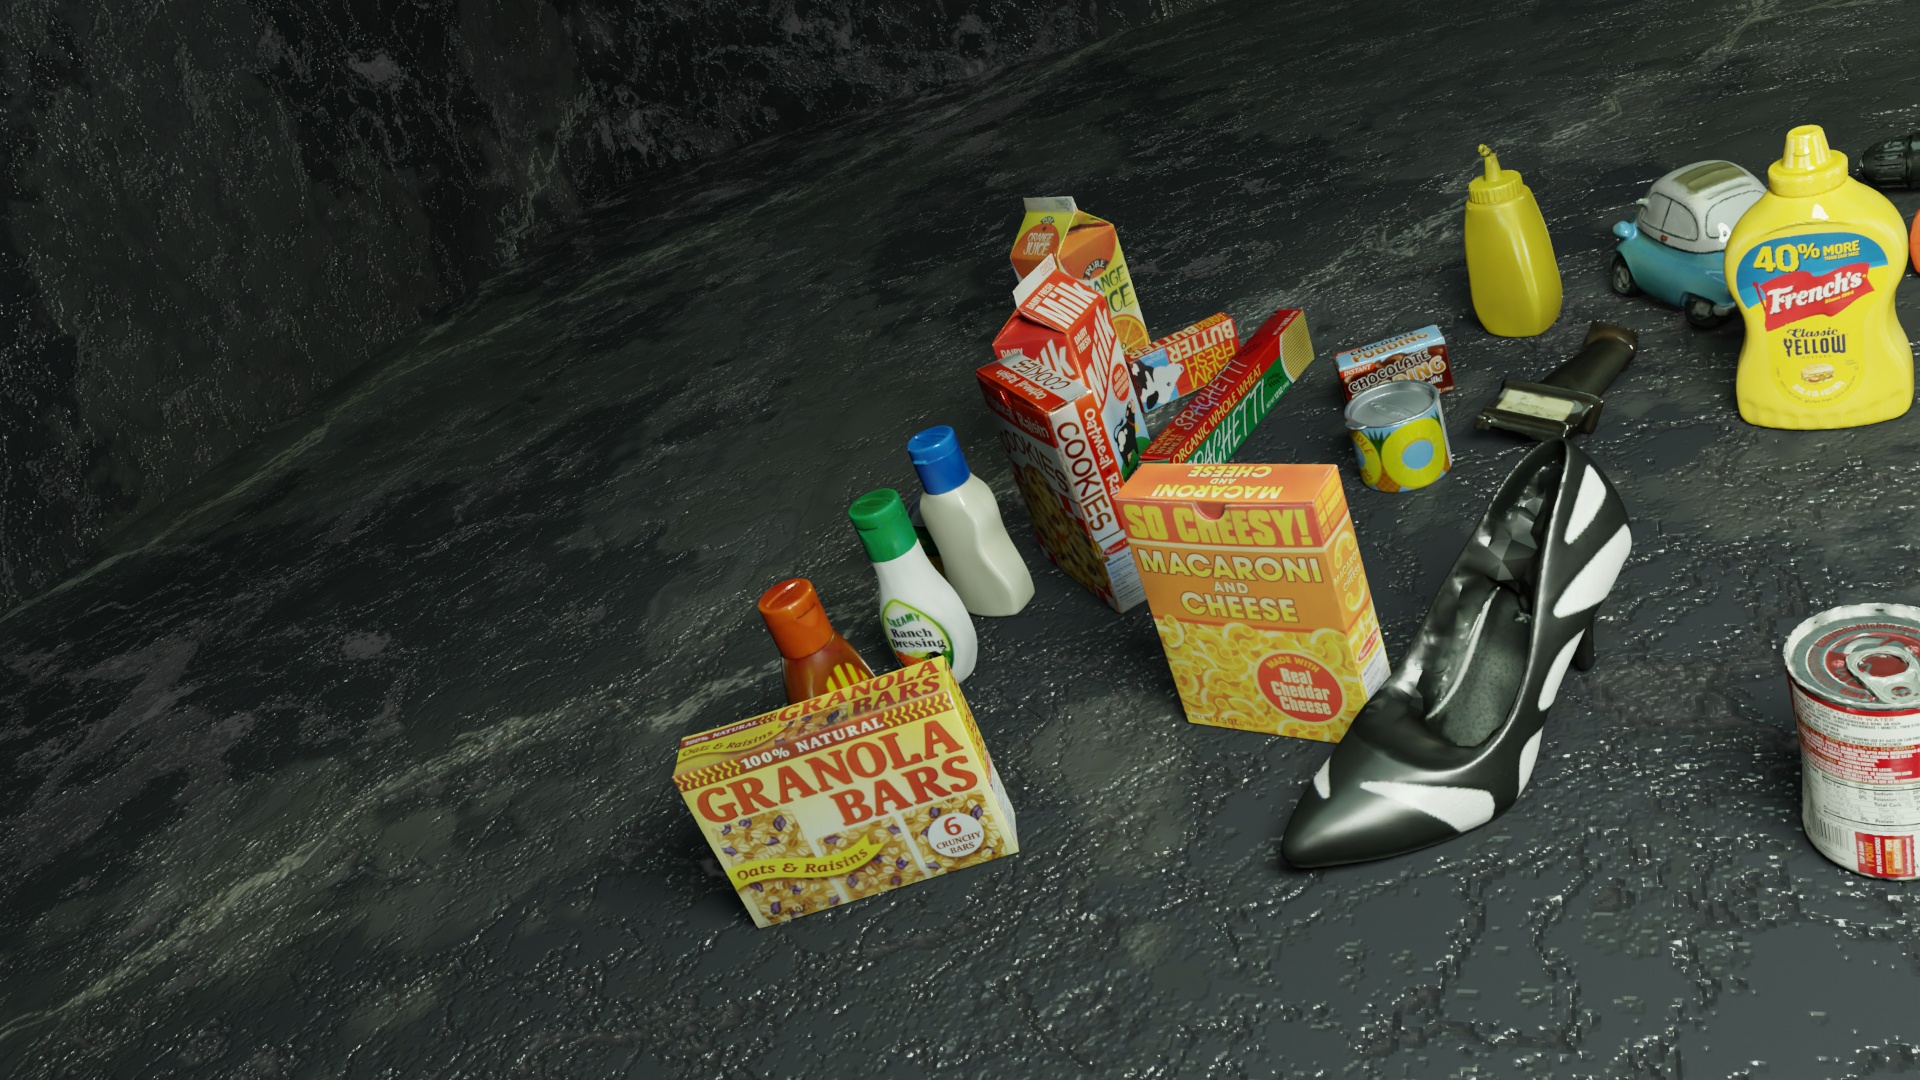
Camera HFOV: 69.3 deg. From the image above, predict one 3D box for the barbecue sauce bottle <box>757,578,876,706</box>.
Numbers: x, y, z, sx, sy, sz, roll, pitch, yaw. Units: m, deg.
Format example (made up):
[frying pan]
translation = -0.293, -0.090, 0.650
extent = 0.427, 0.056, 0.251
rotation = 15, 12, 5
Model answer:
[barbecue sauce bottle]
translation = -0.084, 0.094, 0.891
extent = 0.043, 0.148, 0.065
rotation = 9, 40, 46

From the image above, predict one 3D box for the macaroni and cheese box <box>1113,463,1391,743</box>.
[macaroni and cheese box]
translation = 0.169, 0.037, 0.788
extent = 0.123, 0.165, 0.040
rotation = 2, 36, 40

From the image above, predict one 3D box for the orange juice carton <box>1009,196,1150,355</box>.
[orange juice carton]
translation = 0.110, -0.228, 1.284
extent = 0.073, 0.192, 0.072
rotation = -35, 29, -24

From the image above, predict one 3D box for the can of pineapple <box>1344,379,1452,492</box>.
[can of pineapple]
translation = 0.314, -0.075, 1.001
extent = 0.071, 0.057, 0.071
rotation = -17, 27, 9

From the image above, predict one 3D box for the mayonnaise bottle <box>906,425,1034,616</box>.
[mayonnaise bottle]
translation = 0.004, -0.013, 1.020
extent = 0.064, 0.147, 0.041
rotation = 3, 36, 40

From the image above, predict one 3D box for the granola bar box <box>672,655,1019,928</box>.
[granola bar box]
translation = -0.064, 0.147, 0.806
extent = 0.165, 0.123, 0.039
rotation = -18, 27, 8

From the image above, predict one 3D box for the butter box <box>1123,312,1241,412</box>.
[butter box]
translation = 0.201, -0.160, 1.245
extent = 0.103, 0.053, 0.024
rotation = -25, 27, -5

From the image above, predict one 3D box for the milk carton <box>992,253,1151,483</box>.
[milk carton]
translation = 0.088, -0.131, 1.127
extent = 0.073, 0.189, 0.073
rotation = -2, 33, 35

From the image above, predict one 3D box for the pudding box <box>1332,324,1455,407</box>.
[pudding box]
translation = 0.342, -0.133, 1.096
extent = 0.083, 0.049, 0.030
rotation = -16, 27, 12

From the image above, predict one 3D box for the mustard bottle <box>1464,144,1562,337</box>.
[mustard bottle]
translation = 0.433, -0.240, 1.102
extent = 0.049, 0.159, 0.065
rotation = -37, 30, -27

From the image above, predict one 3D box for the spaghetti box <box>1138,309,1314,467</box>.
[spaghetti box]
translation = 0.224, -0.111, 1.144
extent = 0.028, 0.050, 0.251
rotation = 4, 37, 41

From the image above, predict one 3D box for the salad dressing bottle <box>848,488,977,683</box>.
[salad dressing bottle]
translation = -0.034, 0.034, 0.963
extent = 0.064, 0.147, 0.044
rotation = -3, 33, 33

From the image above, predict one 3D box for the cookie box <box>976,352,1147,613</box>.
[cookie box]
translation = 0.076, -0.043, 1.001
extent = 0.040, 0.166, 0.123
rotation = -28, 27, -12

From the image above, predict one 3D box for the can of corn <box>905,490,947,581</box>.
[can of corn]
translation = -0.006, -0.007, 1.116
extent = 0.071, 0.058, 0.071
rotation = -17, 27, 9
